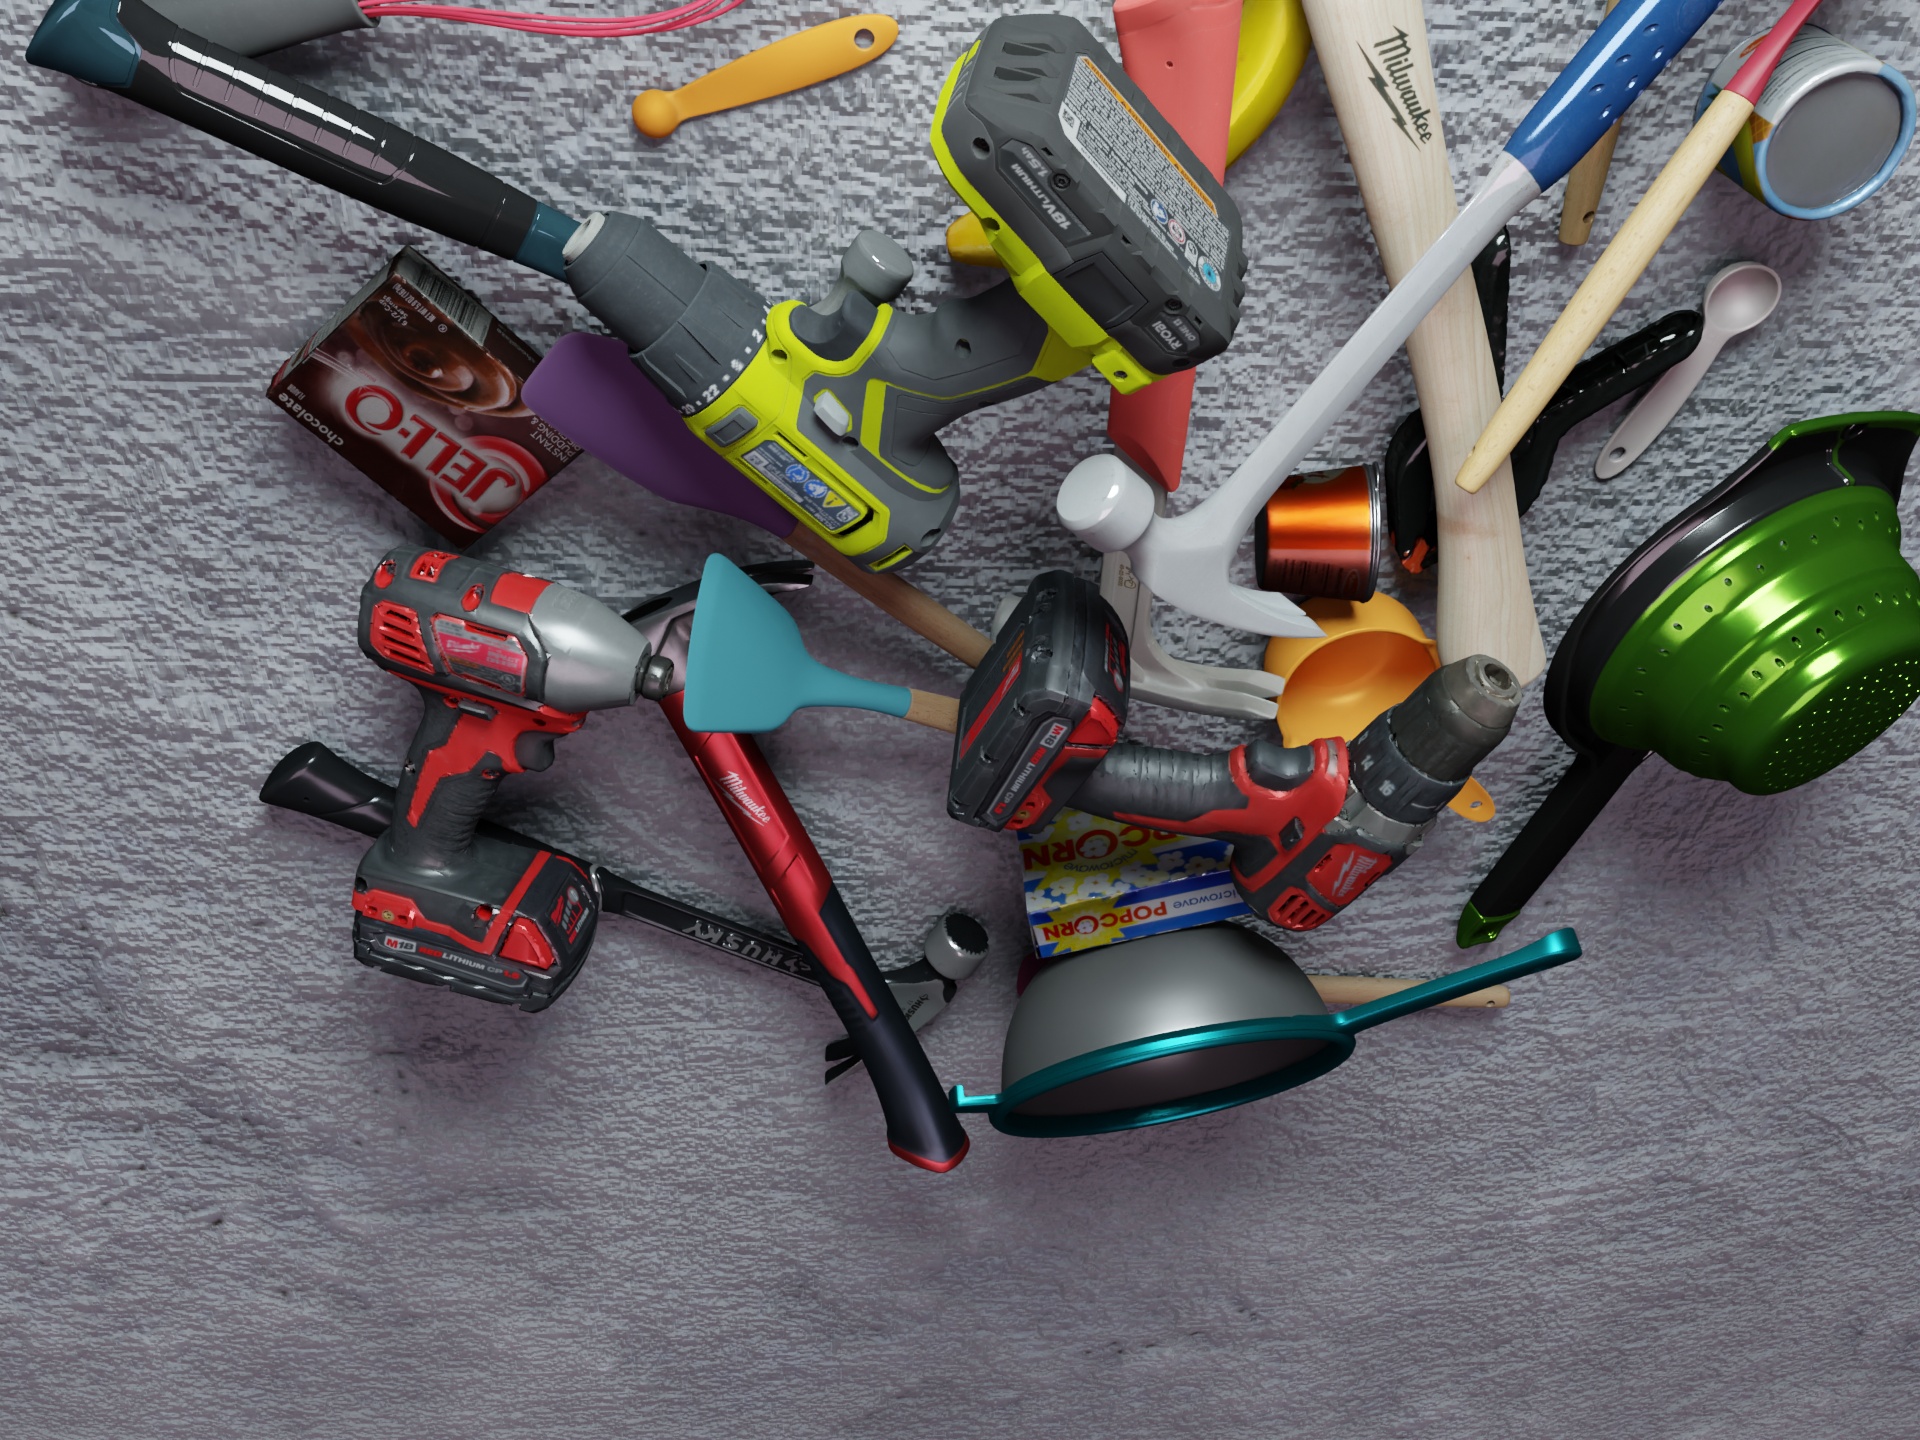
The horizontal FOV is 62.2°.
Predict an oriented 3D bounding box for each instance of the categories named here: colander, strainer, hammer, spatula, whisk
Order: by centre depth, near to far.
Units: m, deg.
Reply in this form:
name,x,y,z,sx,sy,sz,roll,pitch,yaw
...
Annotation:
name,x,y,z,sx,sy,sz,roll,pitch,yaw
whisk,-0.209,-0.280,0.603,0.296,0.073,0.073,-8,128,9
hammer,0.213,-0.201,0.621,0.144,0.035,0.405,30,106,-39
hammer,-0.189,-0.205,0.642,0.330,0.033,0.128,19,130,-30
hammer,0.212,-0.182,0.681,0.146,0.038,0.410,-25,124,0
hammer,0.091,-0.141,0.683,0.149,0.037,0.358,14,139,11
spatula,-0.058,-0.079,0.747,0.315,0.018,0.059,33,119,-29
spatula,-0.001,-0.003,0.806,0.317,0.082,0.044,14,166,-32
colander,0.380,0.026,0.835,0.204,0.095,0.396,-9,140,-27
hammer,-0.068,0.097,0.872,0.143,0.038,0.386,-21,115,9
strainer,0.165,0.145,0.891,0.340,0.095,0.210,-25,152,24
hammer,-0.192,0.106,0.915,0.408,0.036,0.149,24,123,-21

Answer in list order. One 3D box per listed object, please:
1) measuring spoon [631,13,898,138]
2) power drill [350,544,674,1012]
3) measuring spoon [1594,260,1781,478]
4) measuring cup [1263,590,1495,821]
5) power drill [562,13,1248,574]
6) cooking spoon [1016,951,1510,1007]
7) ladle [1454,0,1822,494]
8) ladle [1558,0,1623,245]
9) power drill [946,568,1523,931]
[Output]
name,x,y,z,sx,sy,sz,roll,pitch,yaw
measuring spoon,-0.080,-0.264,0.652,0.117,0.011,0.021,-17,127,8
power drill,-0.222,0.029,0.780,0.143,0.079,0.219,15,119,0
measuring spoon,0.343,-0.168,0.765,0.034,0.018,0.124,14,132,-16
measuring cup,0.232,-0.004,0.856,0.095,0.052,0.173,-39,123,23
power drill,-0.026,-0.161,0.612,0.228,0.080,0.190,-23,130,40
cooking spoon,0.194,0.169,1.007,0.319,0.017,0.068,3,127,-6
ladle,0.298,-0.228,0.644,0.031,0.069,0.315,31,109,-1
ladle,0.277,-0.330,0.606,0.078,0.062,0.319,-14,132,-14
power drill,0.126,0.010,0.744,0.226,0.080,0.187,19,138,-14
